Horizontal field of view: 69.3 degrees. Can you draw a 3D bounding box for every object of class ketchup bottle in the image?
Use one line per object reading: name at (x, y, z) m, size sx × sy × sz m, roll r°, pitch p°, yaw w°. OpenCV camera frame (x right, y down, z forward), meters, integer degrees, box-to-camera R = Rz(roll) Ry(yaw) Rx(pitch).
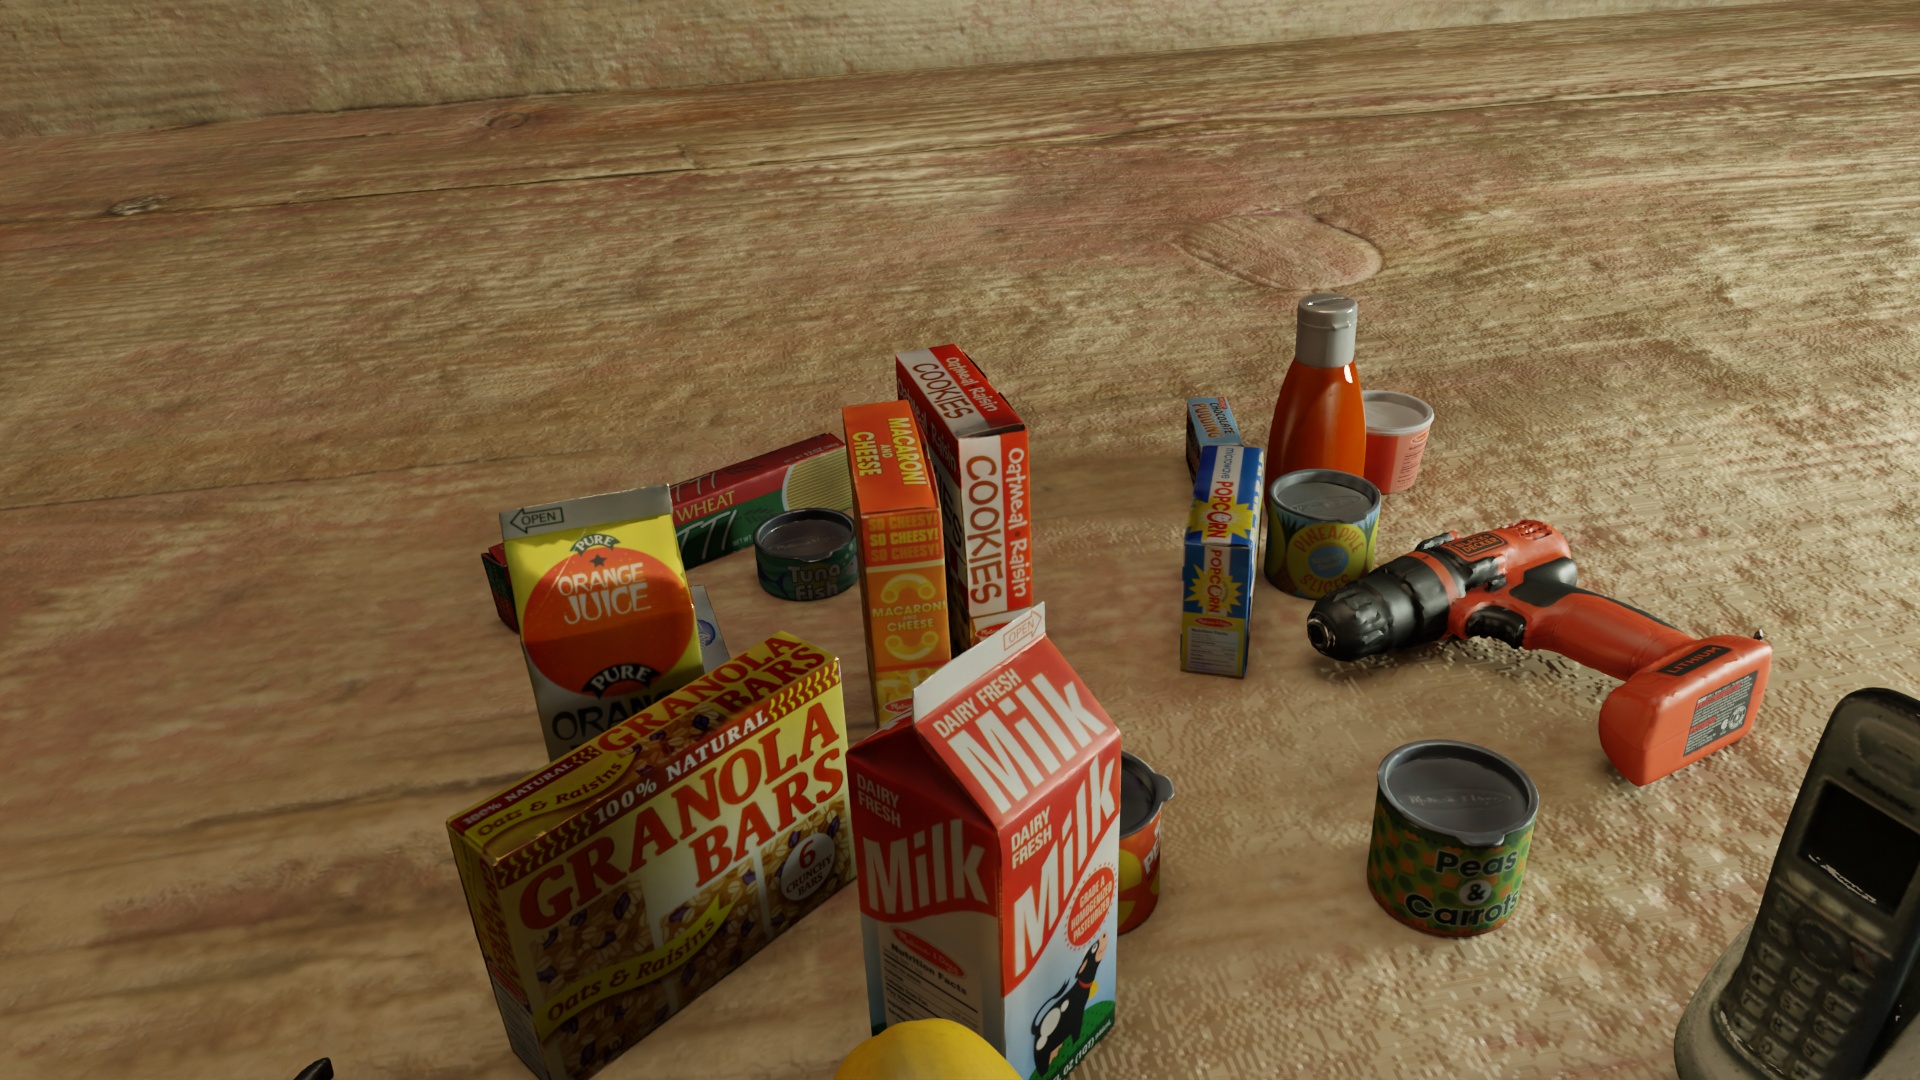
ketchup bottle at (0.233, -0.084, 0.900) m, size 0.065 × 0.148 × 0.044 m, roll -10°, pitch 30°, yaw -12°

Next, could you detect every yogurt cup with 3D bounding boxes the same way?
yogurt cup at (0.290, -0.067, 0.962) m, size 0.072 × 0.053 × 0.073 m, roll -2°, pitch 29°, yaw 1°

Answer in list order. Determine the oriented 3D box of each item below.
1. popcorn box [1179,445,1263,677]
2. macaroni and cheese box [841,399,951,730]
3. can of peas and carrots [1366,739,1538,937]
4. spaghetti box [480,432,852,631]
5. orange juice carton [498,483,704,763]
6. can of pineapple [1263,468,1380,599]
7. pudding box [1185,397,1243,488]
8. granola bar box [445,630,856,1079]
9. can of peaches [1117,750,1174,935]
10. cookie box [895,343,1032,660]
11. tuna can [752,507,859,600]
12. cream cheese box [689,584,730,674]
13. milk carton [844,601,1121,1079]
popcorn box at (0.153, 0.008, 0.807) m, size 0.038 × 0.084 × 0.127 m, roll 4°, pitch 30°, yaw 13°
macaroni and cheese box at (-0.030, 0.029, 0.703) m, size 0.040 × 0.165 × 0.124 m, roll -6°, pitch 29°, yaw -6°
can of peas and carrots at (0.215, 0.131, 0.608) m, size 0.071 × 0.058 × 0.071 m, roll -2°, pitch 29°, yaw 1°
spaghetti box at (-0.182, -0.009, 0.903) m, size 0.251 × 0.050 × 0.029 m, roll -23°, pitch 34°, yaw -31°
orange juice carton at (-0.152, 0.065, 0.623) m, size 0.072 × 0.191 × 0.073 m, roll -11°, pitch 30°, yaw -15°
can of pineapple at (0.221, -0.003, 0.849) m, size 0.071 × 0.057 × 0.071 m, roll -2°, pitch 29°, yaw 1°
pudding box at (0.176, -0.062, 0.968) m, size 0.030 × 0.049 × 0.084 m, roll -1°, pitch 29°, yaw 3°
granola bar box at (-0.118, 0.128, 0.576) m, size 0.039 × 0.123 × 0.166 m, roll 22°, pitch 37°, yaw 37°
can of peaches at (0.059, 0.134, 0.619) m, size 0.071 × 0.057 × 0.071 m, roll -2°, pitch 29°, yaw 1°
cookie box at (0.003, -0.010, 0.768) m, size 0.040 × 0.166 × 0.123 m, roll -11°, pitch 30°, yaw -14°
tuna can at (-0.096, 0.009, 0.880) m, size 0.071 × 0.032 × 0.071 m, roll -2°, pitch 29°, yaw 1°
cream cheese box at (-0.138, 0.072, 0.752) m, size 0.024 × 0.053 × 0.104 m, roll -12°, pitch 30°, yaw -16°
milk carton at (0.010, 0.117, 0.517) m, size 0.073 × 0.189 × 0.073 m, roll 20°, pitch 37°, yaw 36°
